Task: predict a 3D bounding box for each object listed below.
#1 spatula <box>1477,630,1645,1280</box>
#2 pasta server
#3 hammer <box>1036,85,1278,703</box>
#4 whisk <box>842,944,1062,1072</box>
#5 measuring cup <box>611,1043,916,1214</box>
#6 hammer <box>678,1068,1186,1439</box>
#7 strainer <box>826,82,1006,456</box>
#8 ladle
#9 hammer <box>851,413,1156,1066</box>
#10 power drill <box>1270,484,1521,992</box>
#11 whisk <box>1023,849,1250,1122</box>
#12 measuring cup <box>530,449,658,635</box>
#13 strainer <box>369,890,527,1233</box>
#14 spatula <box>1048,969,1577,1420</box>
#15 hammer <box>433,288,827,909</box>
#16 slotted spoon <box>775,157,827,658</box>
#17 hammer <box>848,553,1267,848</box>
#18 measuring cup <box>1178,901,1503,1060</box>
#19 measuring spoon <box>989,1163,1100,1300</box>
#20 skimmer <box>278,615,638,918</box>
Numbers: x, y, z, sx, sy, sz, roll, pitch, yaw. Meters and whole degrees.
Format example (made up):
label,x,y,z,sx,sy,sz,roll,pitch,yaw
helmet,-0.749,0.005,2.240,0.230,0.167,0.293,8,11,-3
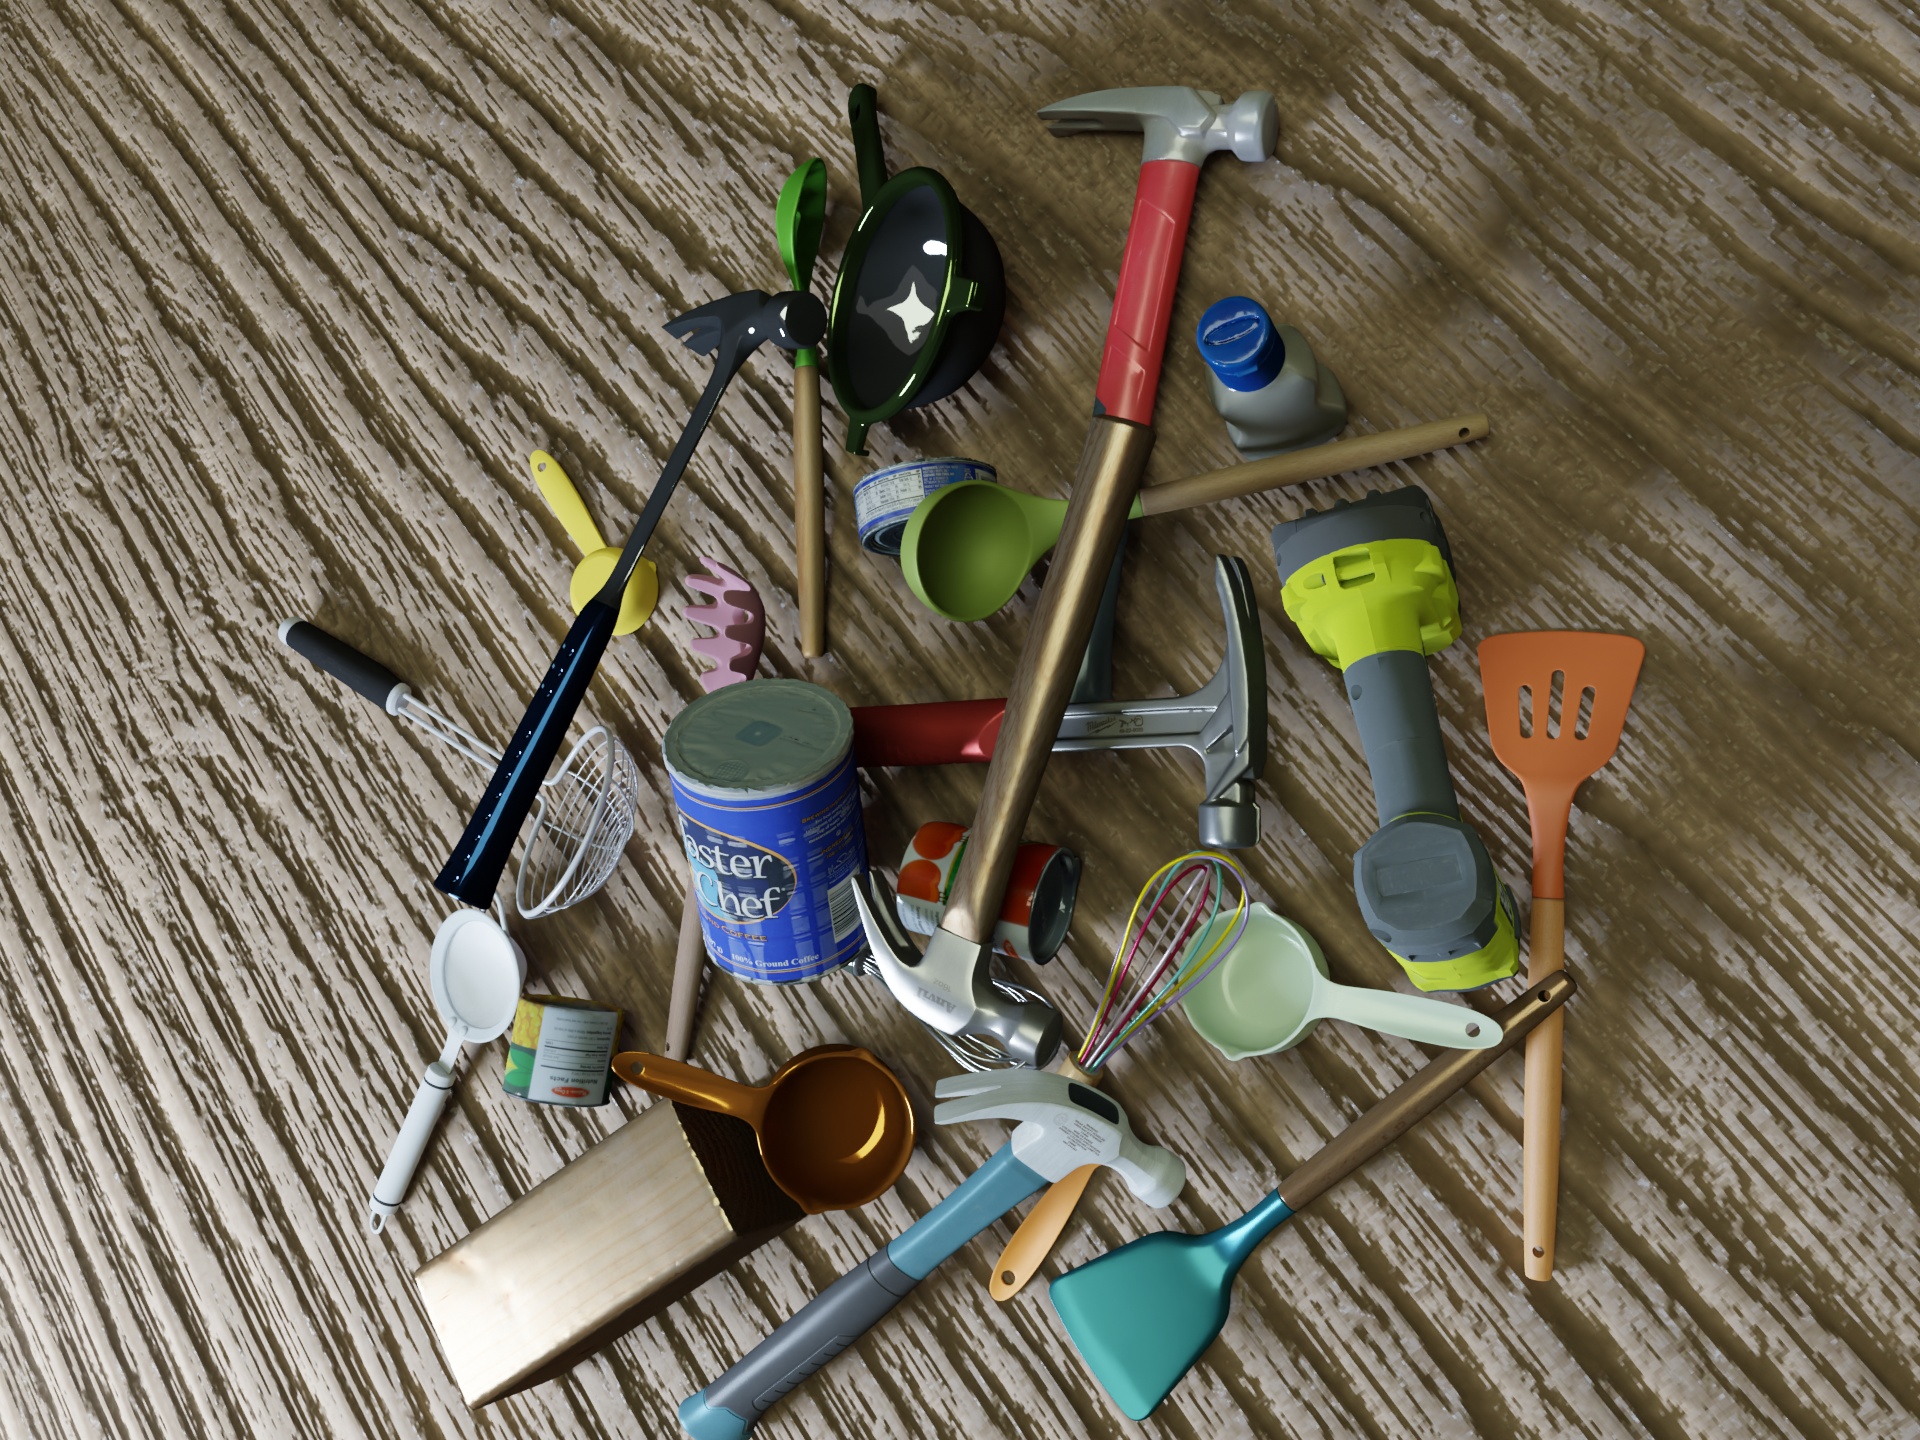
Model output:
label,x,y,z,sx,sy,sz,roll,pitch,yaw
spatula,0.295,0.113,0.796,0.081,0.041,0.322,1,87,24
pasta server,-0.156,0.061,0.952,0.060,0.040,0.316,26,109,54
hammer,0.079,-0.178,0.923,0.143,0.038,0.386,10,86,25
whisk,-0.048,0.141,0.929,0.246,0.057,0.059,24,57,27
measuring cup,-0.111,0.214,0.899,0.173,0.052,0.095,19,85,-5
hammer,-0.038,0.305,0.874,0.128,0.033,0.331,40,111,-16
strainer,-0.025,-0.292,0.975,0.151,0.069,0.257,-44,46,45
ladle,0.124,-0.119,0.852,0.320,0.062,0.078,-12,115,7
hammer,0.034,0.004,0.830,0.130,0.031,0.331,20,97,24
power drill,0.218,0.017,0.770,0.080,0.171,0.223,-15,65,20
whisk,0.074,0.165,0.847,0.245,0.047,0.051,-60,43,21
measuring cup,-0.256,-0.125,1.061,0.062,0.029,0.157,-39,71,13
strainer,-0.335,0.224,1.038,0.087,0.050,0.258,31,100,30
spatula,0.182,0.230,0.804,0.317,0.044,0.082,-45,64,18
hammer,-0.211,-0.080,0.961,0.144,0.035,0.405,17,79,51
slotted spoon,-0.096,-0.195,0.995,0.031,0.070,0.314,-2,87,6
hammer,-0.001,-0.003,0.897,0.359,0.036,0.149,-3,89,32
measuring cup,0.195,0.143,0.814,0.168,0.038,0.083,8,84,31
measuring spoon,0.050,0.275,0.883,0.021,0.011,0.117,35,100,20
skimmer,-0.350,0.007,1.048,0.363,0.090,0.127,28,94,24
